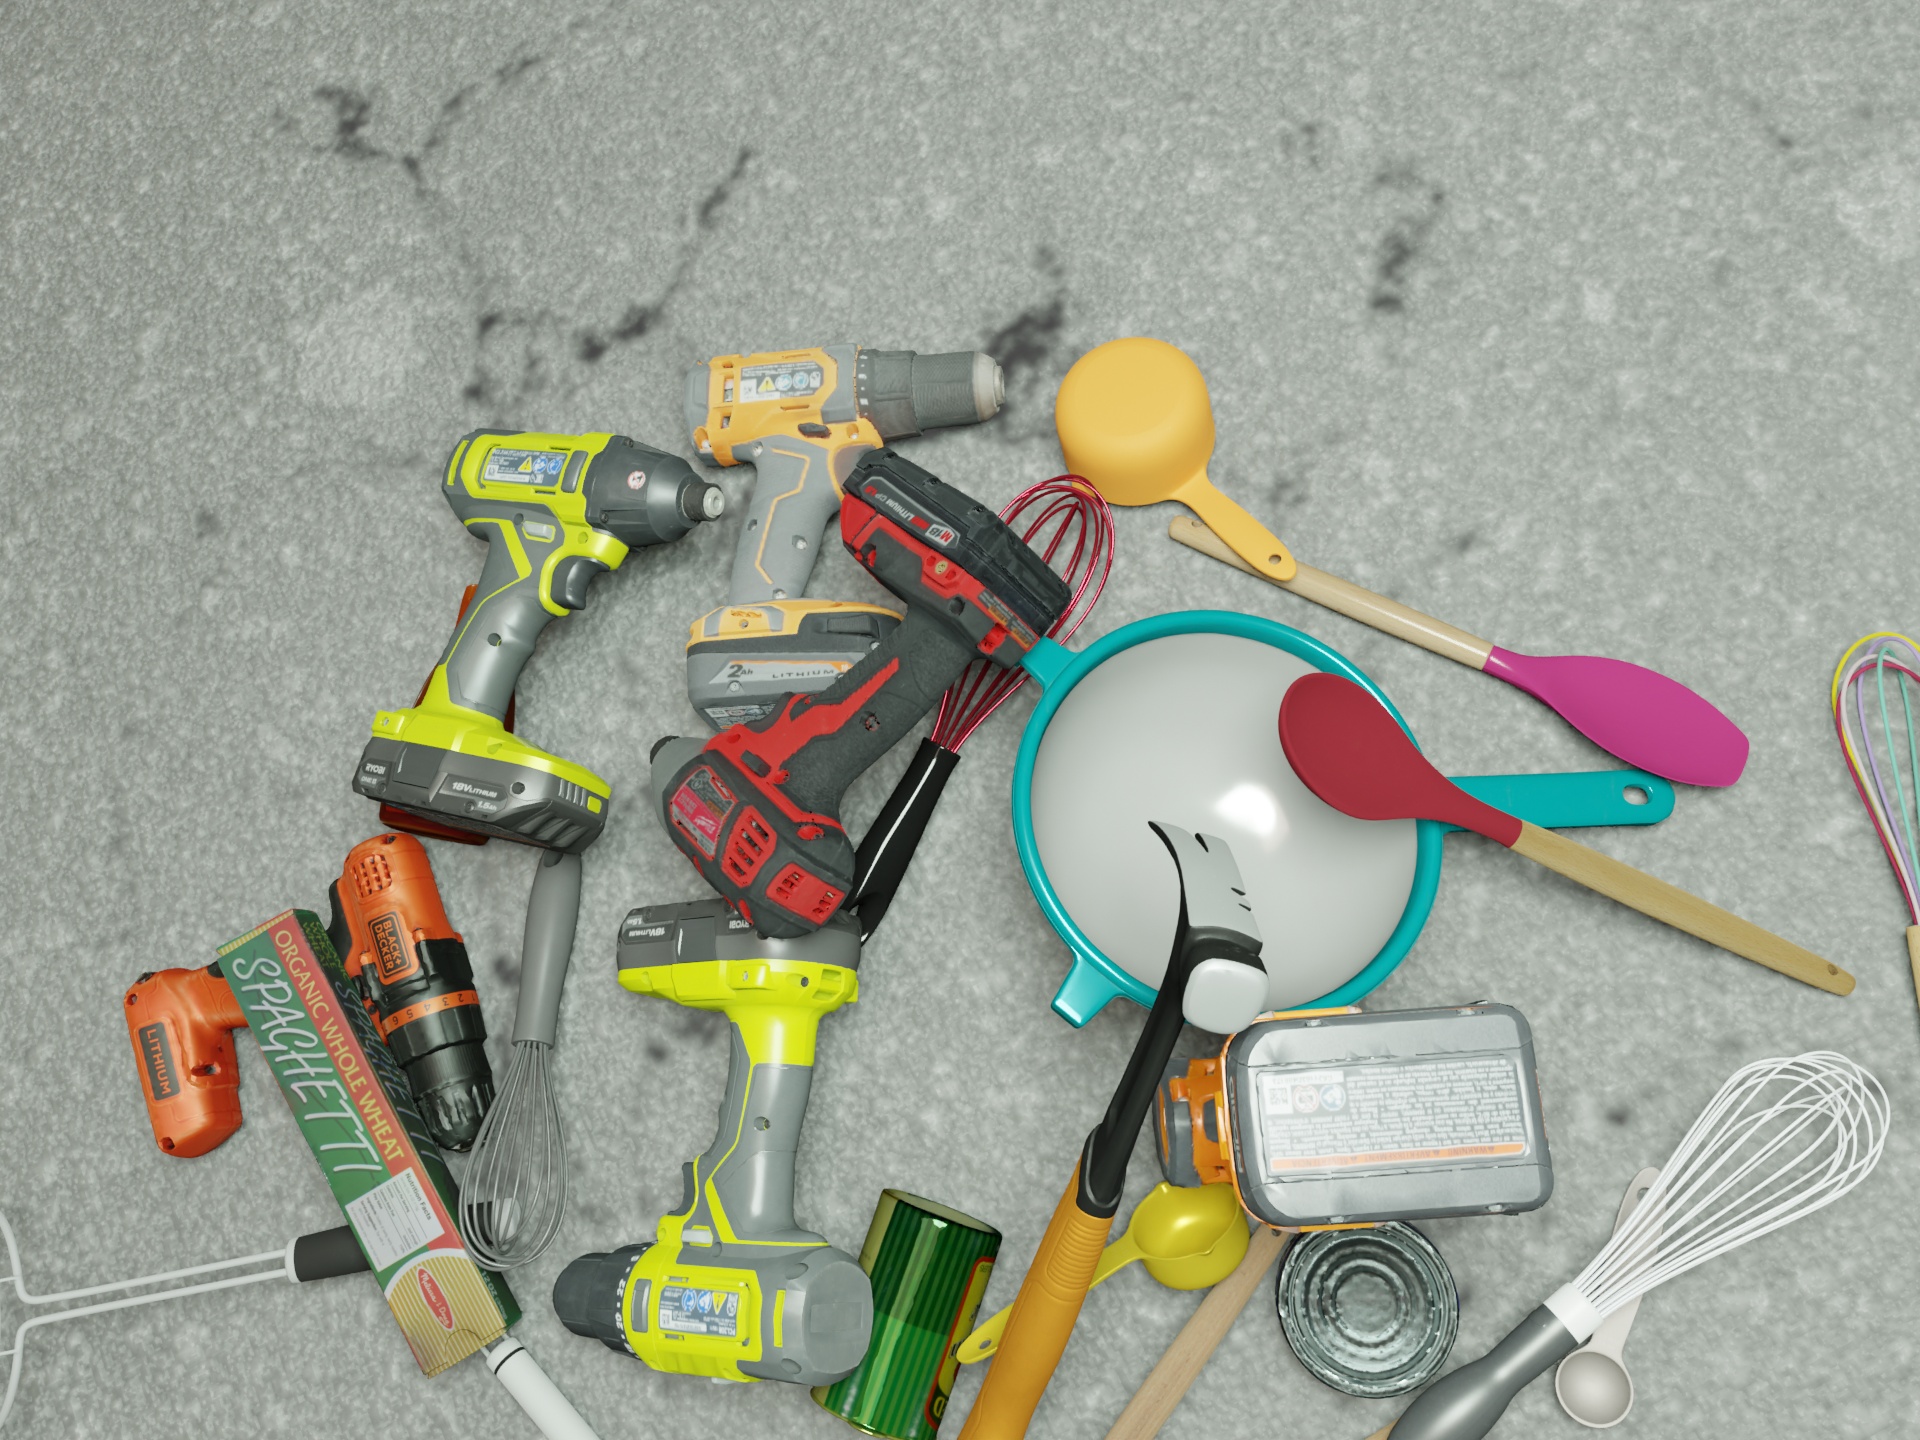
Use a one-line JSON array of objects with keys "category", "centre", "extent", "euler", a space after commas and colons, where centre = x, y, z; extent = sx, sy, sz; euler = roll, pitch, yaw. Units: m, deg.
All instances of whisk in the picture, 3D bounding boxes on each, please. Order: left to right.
[{"category": "whisk", "centre": [-0.228, 0.173, 0.858], "extent": [0.055, 0.055, 0.239], "euler": [-4, 62, 10]}, {"category": "whisk", "centre": [-0.001, -0.003, 0.868], "extent": [0.073, 0.073, 0.296], "euler": [28, 87, 17]}, {"category": "whisk", "centre": [0.305, 0.250, 0.730], "extent": [0.284, 0.070, 0.070], "euler": [-39, 72, -1]}, {"category": "whisk", "centre": [0.461, 0.077, 0.766], "extent": [0.047, 0.051, 0.245], "euler": [-10, 77, 30]}]

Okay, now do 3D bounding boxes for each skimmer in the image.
[{"category": "skimmer", "centre": [-0.418, 0.309, 0.883], "extent": [0.363, 0.090, 0.127], "euler": [-10, 74, -2]}]

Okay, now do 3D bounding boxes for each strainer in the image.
[{"category": "strainer", "centre": [-0.167, 0.400, 0.803], "extent": [0.259, 0.050, 0.087], "euler": [40, 70, 21]}, {"category": "strainer", "centre": [0.186, 0.056, 0.807], "extent": [0.340, 0.095, 0.211], "euler": [-2, 69, -10]}]

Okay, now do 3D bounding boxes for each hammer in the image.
[{"category": "hammer", "centre": [0.053, 0.208, 0.691], "extent": [0.034, 0.127, 0.336], "euler": [15, 113, -6]}]

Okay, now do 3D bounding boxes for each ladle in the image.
[{"category": "ladle", "centre": [0.288, 0.063, 0.758], "extent": [0.315, 0.031, 0.069], "euler": [25, 60, -4]}]

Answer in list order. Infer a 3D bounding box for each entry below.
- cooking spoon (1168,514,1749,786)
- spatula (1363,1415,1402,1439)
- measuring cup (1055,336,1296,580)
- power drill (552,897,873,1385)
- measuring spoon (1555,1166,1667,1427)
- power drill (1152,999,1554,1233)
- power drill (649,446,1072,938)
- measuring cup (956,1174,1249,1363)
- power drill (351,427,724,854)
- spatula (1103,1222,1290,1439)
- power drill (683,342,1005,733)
[{"category": "cooking spoon", "centre": [0.255, -0.044, 0.844], "extent": [0.319, 0.017, 0.069], "euler": [26, 53, 18]}, {"category": "spatula", "centre": [0.145, 0.381, 0.743], "extent": [0.317, 0.044, 0.082], "euler": [-34, 69, 0]}, {"category": "measuring cup", "centre": [0.121, -0.143, 0.868], "extent": [0.095, 0.052, 0.174], "euler": [-39, 62, -4]}, {"category": "power drill", "centre": [-0.129, 0.212, 0.809], "extent": [0.190, 0.080, 0.229], "euler": [-10, 70, 36]}, {"category": "measuring spoon", "centre": [0.313, 0.272, 0.756], "extent": [0.034, 0.018, 0.124], "euler": [18, 73, 19]}, {"category": "power drill", "centre": [0.176, 0.171, 0.695], "extent": [0.164, 0.226, 0.084], "euler": [-4, 76, -1]}, {"category": "power drill", "centre": [-0.062, -0.015, 0.775], "extent": [0.219, 0.078, 0.143], "euler": [-52, 47, -1]}, {"category": "measuring cup", "centre": [0.071, 0.276, 0.772], "extent": [0.156, 0.062, 0.029], "euler": [-29, 110, -6]}, {"category": "power drill", "centre": [-0.226, -0.049, 0.861], "extent": [0.171, 0.080, 0.223], "euler": [9, 76, 26]}, {"category": "spatula", "centre": [0.061, 0.349, 0.732], "extent": [0.060, 0.018, 0.316], "euler": [38, 67, 15]}, {"category": "power drill", "centre": [-0.065, -0.111, 0.900], "extent": [0.185, 0.084, 0.226], "euler": [-4, 70, 8]}]
